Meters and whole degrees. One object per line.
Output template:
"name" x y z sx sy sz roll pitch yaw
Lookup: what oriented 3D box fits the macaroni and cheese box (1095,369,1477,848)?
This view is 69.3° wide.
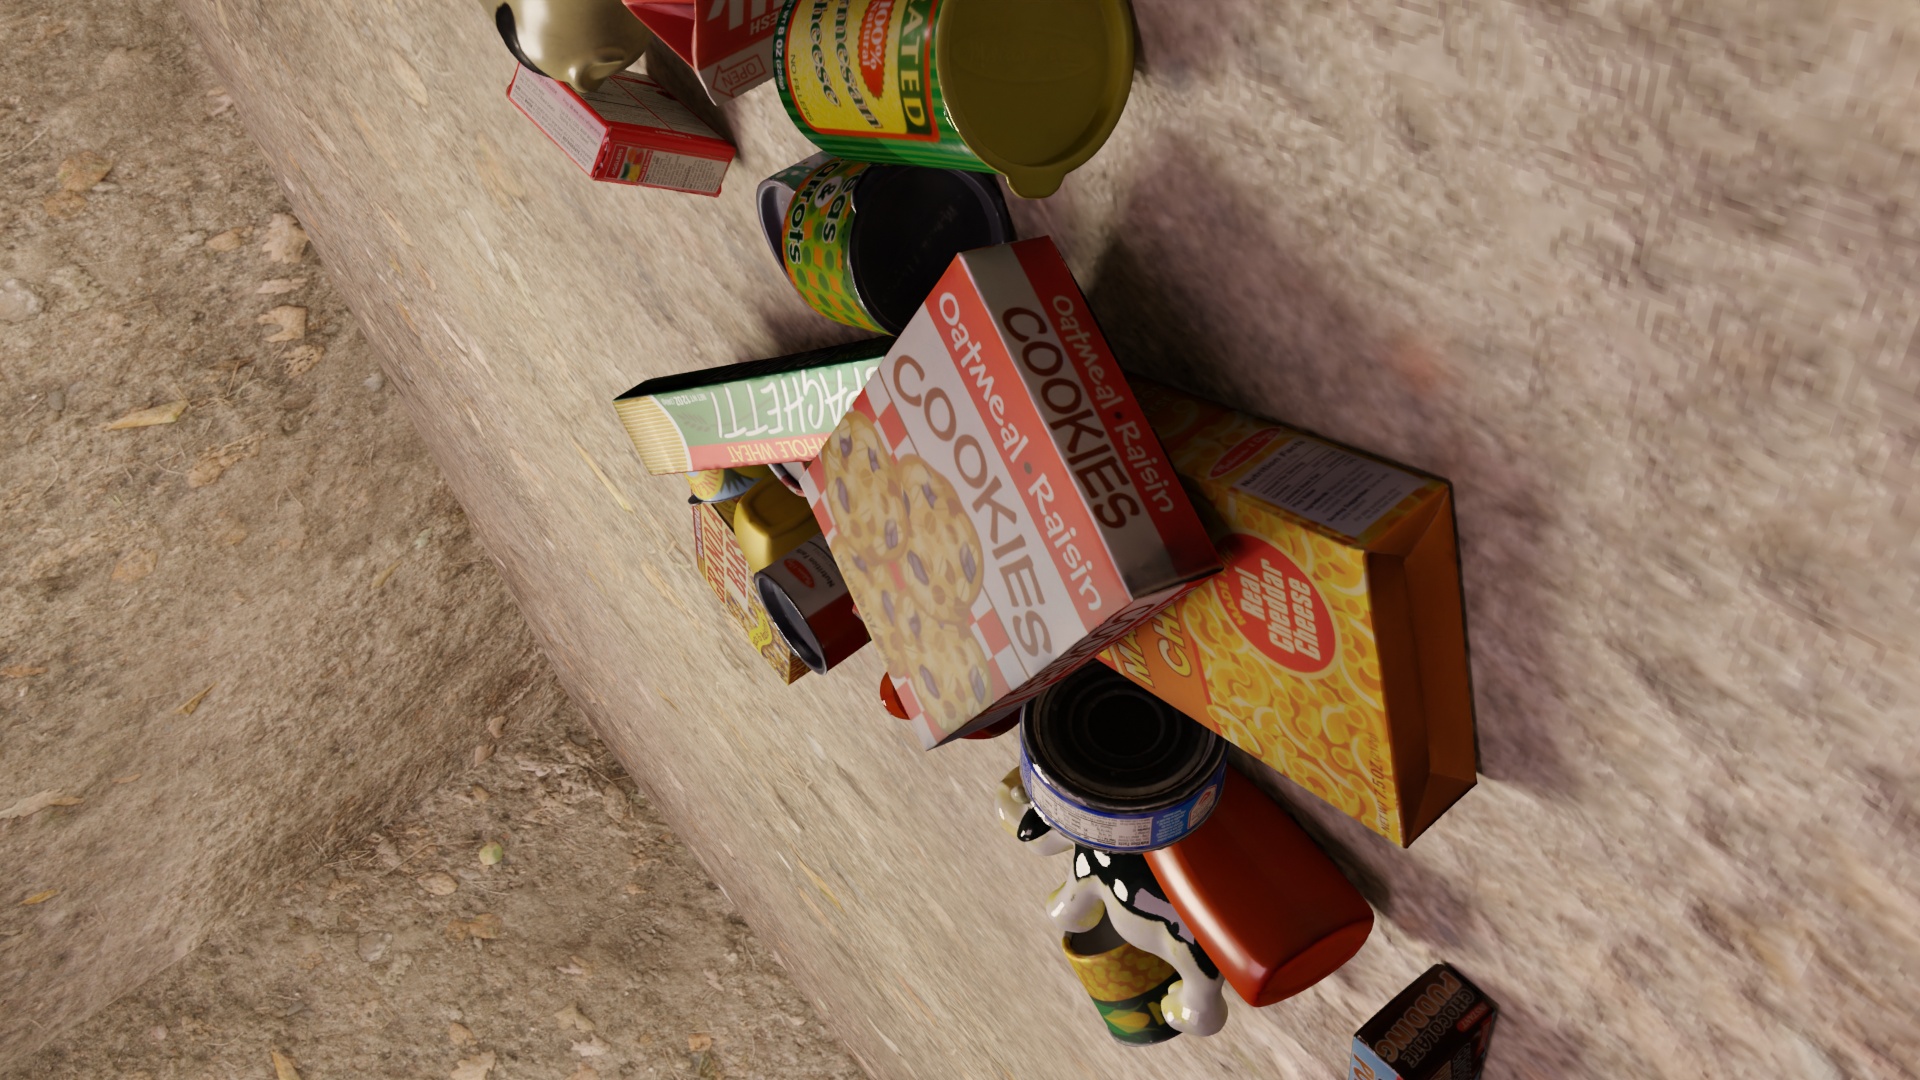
"macaroni and cheese box" 0.091 0.014 0.476 0.167 0.040 0.123 29 146 49

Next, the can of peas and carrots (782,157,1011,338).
"can of peas and carrots" -0.026 -0.110 0.510 0.059 0.071 0.070 24 142 55

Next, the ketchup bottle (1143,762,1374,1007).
"ketchup bottle" 0.102 0.120 0.585 0.149 0.065 0.043 51 146 38

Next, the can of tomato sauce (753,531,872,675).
"can of tomato sauce" -0.060 0.024 0.759 0.071 0.083 0.070 45 157 26

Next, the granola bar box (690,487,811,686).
"granola bar box" -0.145 0.024 1.007 0.124 0.039 0.164 50 158 15

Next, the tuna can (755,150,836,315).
"tuna can" -0.055 -0.131 0.590 0.071 0.033 0.070 45 157 26

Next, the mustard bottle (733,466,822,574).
"mustard bottle" -0.094 0.017 0.859 0.049 0.065 0.159 47 163 28

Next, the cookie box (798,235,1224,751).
"cookie box" 0.008 -0.009 0.489 0.123 0.040 0.166 64 148 12

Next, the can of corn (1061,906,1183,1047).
"can of corn" 0.097 0.223 0.738 0.058 0.071 0.071 61 158 -12

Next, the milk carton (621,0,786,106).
"milk carton" -0.095 -0.246 0.452 0.073 0.072 0.190 17 137 58

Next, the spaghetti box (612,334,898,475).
"spaghetti box" -0.095 -0.065 0.696 0.250 0.029 0.050 -1 121 48

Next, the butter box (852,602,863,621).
"butter box" 0.006 0.038 0.629 0.053 0.103 0.024 35 107 42

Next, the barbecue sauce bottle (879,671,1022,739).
"barbecue sauce bottle" -0.011 0.083 0.797 0.065 0.044 0.148 57 160 -3

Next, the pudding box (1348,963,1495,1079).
"pudding box" 0.182 0.211 0.556 0.030 0.050 0.083 40 154 39

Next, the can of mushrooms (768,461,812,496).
"can of mushrooms" -0.089 -0.060 0.771 0.071 0.033 0.070 46 157 27

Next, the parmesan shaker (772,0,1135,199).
"parmesan shaker" -0.006 -0.142 0.417 0.103 0.071 0.071 25 143 53

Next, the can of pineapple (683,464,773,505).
"can of pineapple" -0.142 -0.063 0.831 0.071 0.071 0.057 21 140 56
